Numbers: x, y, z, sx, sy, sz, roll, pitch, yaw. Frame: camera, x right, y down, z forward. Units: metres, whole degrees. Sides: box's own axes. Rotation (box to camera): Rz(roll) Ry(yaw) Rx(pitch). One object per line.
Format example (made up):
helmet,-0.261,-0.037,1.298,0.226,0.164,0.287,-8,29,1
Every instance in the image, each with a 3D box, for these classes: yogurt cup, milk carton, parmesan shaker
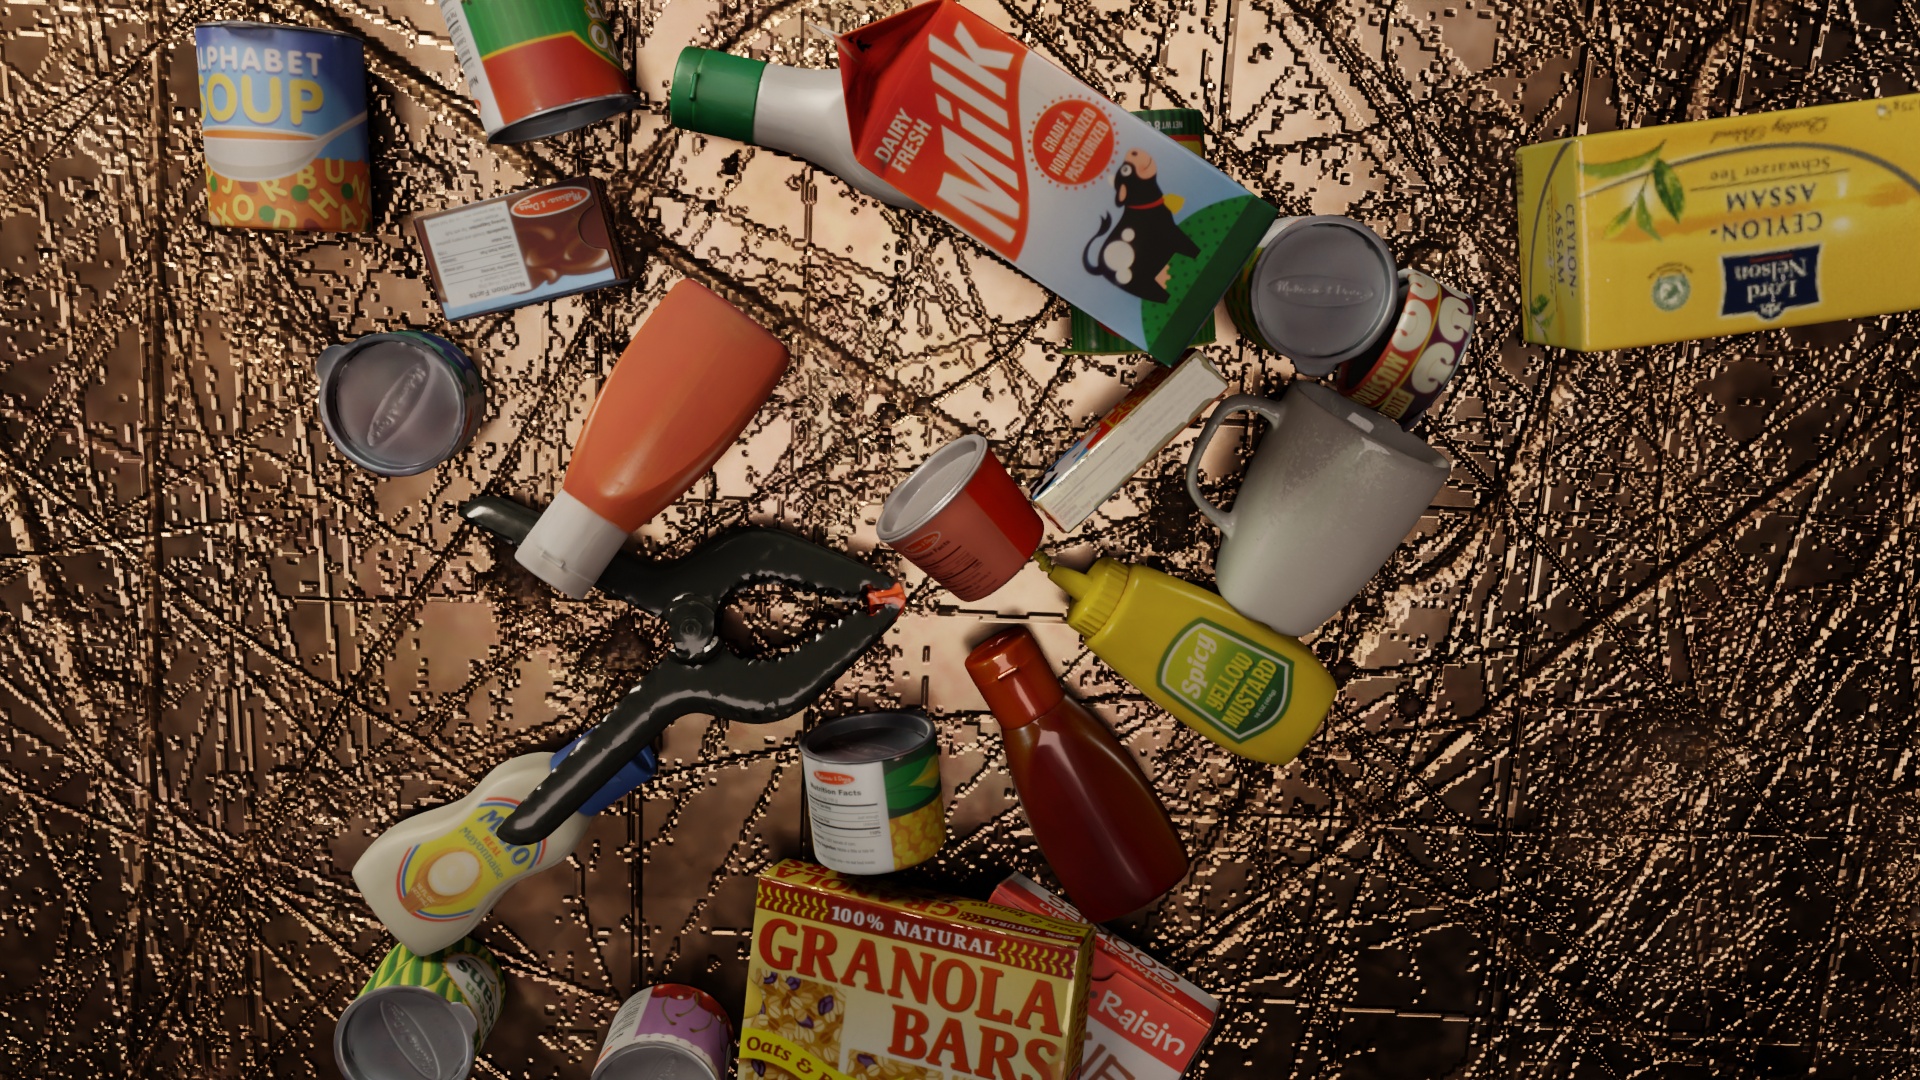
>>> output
yogurt cup,0.002,-0.008,0.652,0.072,0.072,0.054,-42,108,6
milk carton,0.028,-0.154,0.560,0.190,0.072,0.073,34,106,2
parmesan shaker,0.077,-0.138,0.626,0.071,0.071,0.102,-6,102,-1

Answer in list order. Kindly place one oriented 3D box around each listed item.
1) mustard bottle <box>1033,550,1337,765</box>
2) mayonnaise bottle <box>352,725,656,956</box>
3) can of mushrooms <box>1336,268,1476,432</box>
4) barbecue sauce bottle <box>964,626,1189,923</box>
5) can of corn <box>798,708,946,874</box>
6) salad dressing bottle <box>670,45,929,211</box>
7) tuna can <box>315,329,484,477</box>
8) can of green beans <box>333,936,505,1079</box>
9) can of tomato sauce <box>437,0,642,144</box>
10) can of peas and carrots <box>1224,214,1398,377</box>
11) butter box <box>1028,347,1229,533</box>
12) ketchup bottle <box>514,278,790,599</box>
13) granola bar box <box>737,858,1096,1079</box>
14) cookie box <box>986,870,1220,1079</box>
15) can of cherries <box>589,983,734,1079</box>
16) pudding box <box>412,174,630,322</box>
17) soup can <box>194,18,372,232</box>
mustard bottle,0.102,0.049,0.674,0.160,0.049,0.065,29,98,-8
mayonnaise bottle,-0.221,0.140,0.684,0.148,0.041,0.064,-34,99,4
can of mushrooms,0.204,-0.088,0.640,0.033,0.071,0.071,24,100,-6
barbecue sauce bottle,0.053,0.114,0.689,0.065,0.044,0.148,-30,100,4
can of corn,-0.040,0.121,0.677,0.071,0.071,0.058,-6,103,-1
salad dressing bottle,-0.053,-0.189,0.623,0.148,0.044,0.064,11,102,-3
tuna can,-0.260,-0.066,0.645,0.071,0.033,0.071,0,102,-2
can of green beans,-0.268,0.238,0.694,0.071,0.058,0.071,0,102,-2
can of tomato sauce,-0.184,-0.222,0.600,0.071,0.071,0.083,-17,101,2
can of peas and carrots,0.159,-0.113,0.638,0.071,0.059,0.070,0,102,-2
butter box,0.078,-0.048,0.652,0.103,0.053,0.024,-43,97,6
ketchup bottle,-0.144,-0.043,0.631,0.065,0.043,0.149,35,84,-2
granola bar box,-0.024,0.235,0.677,0.165,0.039,0.124,8,94,17
cookie box,0.036,0.272,0.701,0.123,0.040,0.167,30,100,14
can of cherries,-0.148,0.270,0.705,0.071,0.058,0.071,0,101,-2
pudding box,-0.199,-0.133,0.635,0.084,0.030,0.049,-14,101,1
soup can,-0.293,-0.177,0.602,0.071,0.071,0.083,2,102,-2
